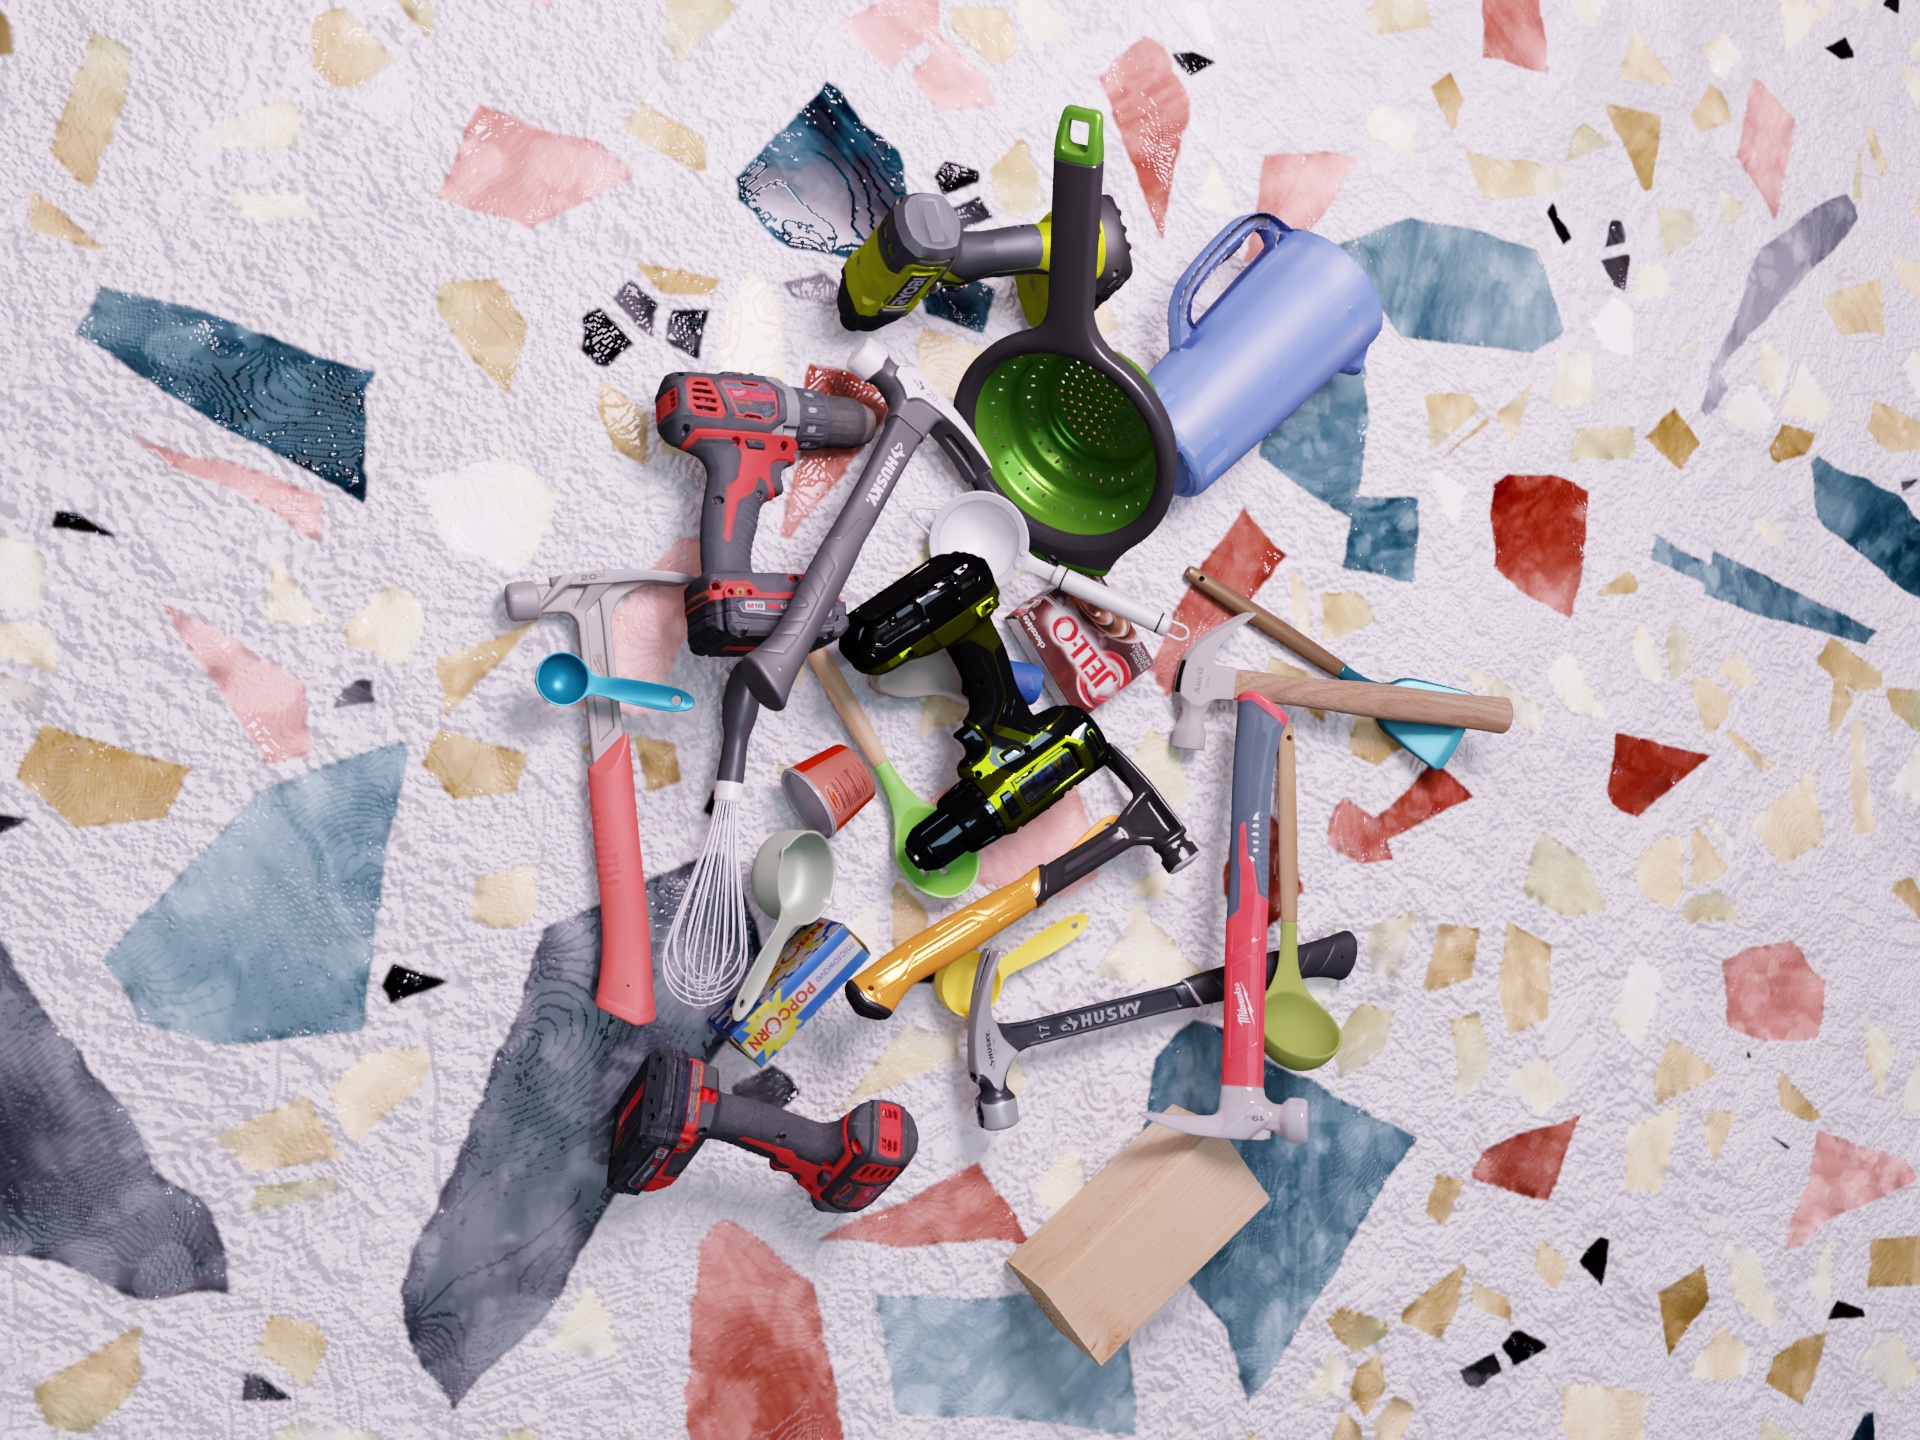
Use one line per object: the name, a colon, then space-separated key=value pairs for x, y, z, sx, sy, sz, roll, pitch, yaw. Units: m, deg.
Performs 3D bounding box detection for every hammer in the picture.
hammer: x=-0.267 y=0.060 z=1.265 sx=0.149 sy=0.037 sz=0.359 roll=-6 pitch=90 yaw=-21
hammer: x=-0.083 y=-0.144 z=1.252 sx=0.146 sy=0.035 sz=0.335 roll=38 pitch=56 yaw=-21
hammer: x=0.188 y=0.242 z=1.420 sx=0.409 sy=0.036 sz=0.149 roll=-9 pitch=93 yaw=-26
hammer: x=0.359 y=-0.024 z=1.477 sx=0.331 sy=0.031 sz=0.130 roll=6 pitch=93 yaw=-12
hammer: x=0.042 y=0.144 z=1.337 sx=0.337 sy=0.034 sz=0.127 roll=-29 pitch=75 yaw=-25
hammer: x=0.235 y=0.165 z=1.387 sx=0.143 sy=0.038 sz=0.386 roll=1 pitch=77 yaw=15

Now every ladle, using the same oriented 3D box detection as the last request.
ladle: x=0.303 y=0.155 z=1.440 sx=0.078 sy=0.062 sz=0.320 roll=7 pitch=73 yaw=-13

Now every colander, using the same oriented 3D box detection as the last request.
colander: x=0.103 y=-0.307 z=1.284 sx=0.094 sy=0.204 sz=0.396 roll=-49 pitch=151 yaw=-40

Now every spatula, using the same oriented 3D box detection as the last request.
spatula: x=0.343 y=-0.062 z=1.497 sx=0.317 sy=0.044 sz=0.082 roll=30 pitch=87 yaw=-17

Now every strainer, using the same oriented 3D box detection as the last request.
strainer: x=0.077 y=-0.125 z=1.363 sx=0.258 sy=0.050 sz=0.087 roll=25 pitch=99 yaw=6

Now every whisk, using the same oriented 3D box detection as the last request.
whisk: x=-0.191 y=0.090 z=1.283 sx=0.070 sy=0.070 sz=0.285 roll=10 pitch=80 yaw=-20

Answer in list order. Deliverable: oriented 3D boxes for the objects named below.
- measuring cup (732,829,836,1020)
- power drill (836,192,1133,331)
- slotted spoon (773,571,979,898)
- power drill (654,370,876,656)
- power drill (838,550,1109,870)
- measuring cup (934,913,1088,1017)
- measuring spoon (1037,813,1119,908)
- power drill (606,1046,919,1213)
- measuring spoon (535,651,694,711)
measuring cup: x=-0.154 y=0.162 z=1.267 sx=0.083 sy=0.038 sz=0.168 roll=55 pitch=50 yaw=-43
power drill: x=0.014 y=-0.374 z=1.322 sx=0.223 sy=0.171 sz=0.080 roll=-10 pitch=82 yaw=-28
slotted spoon: x=-0.079 y=0.013 z=1.343 sx=0.070 sy=0.031 sz=0.313 roll=-33 pitch=98 yaw=-19
power drill: x=-0.145 y=-0.169 z=1.283 sx=0.187 sy=0.080 sz=0.227 roll=-1 pitch=79 yaw=-33
power drill: x=-0.002 y=-0.004 z=1.308 sx=0.190 sy=0.080 sz=0.228 roll=-35 pitch=110 yaw=-14
measuring cup: x=0.045 y=0.206 z=1.388 sx=0.156 sy=0.029 sz=0.062 roll=-25 pitch=100 yaw=-26
measuring spoon: x=0.103 y=0.125 z=1.417 sx=0.117 sy=0.011 sz=0.021 roll=-43 pitch=103 yaw=-17
power drill: x=-0.157 y=0.336 z=1.253 sx=0.219 sy=0.143 sz=0.079 roll=17 pitch=46 yaw=-19
measuring spoon: x=-0.271 y=-0.024 z=1.242 sx=0.128 sy=0.021 sz=0.042 roll=12 pitch=82 yaw=-29
